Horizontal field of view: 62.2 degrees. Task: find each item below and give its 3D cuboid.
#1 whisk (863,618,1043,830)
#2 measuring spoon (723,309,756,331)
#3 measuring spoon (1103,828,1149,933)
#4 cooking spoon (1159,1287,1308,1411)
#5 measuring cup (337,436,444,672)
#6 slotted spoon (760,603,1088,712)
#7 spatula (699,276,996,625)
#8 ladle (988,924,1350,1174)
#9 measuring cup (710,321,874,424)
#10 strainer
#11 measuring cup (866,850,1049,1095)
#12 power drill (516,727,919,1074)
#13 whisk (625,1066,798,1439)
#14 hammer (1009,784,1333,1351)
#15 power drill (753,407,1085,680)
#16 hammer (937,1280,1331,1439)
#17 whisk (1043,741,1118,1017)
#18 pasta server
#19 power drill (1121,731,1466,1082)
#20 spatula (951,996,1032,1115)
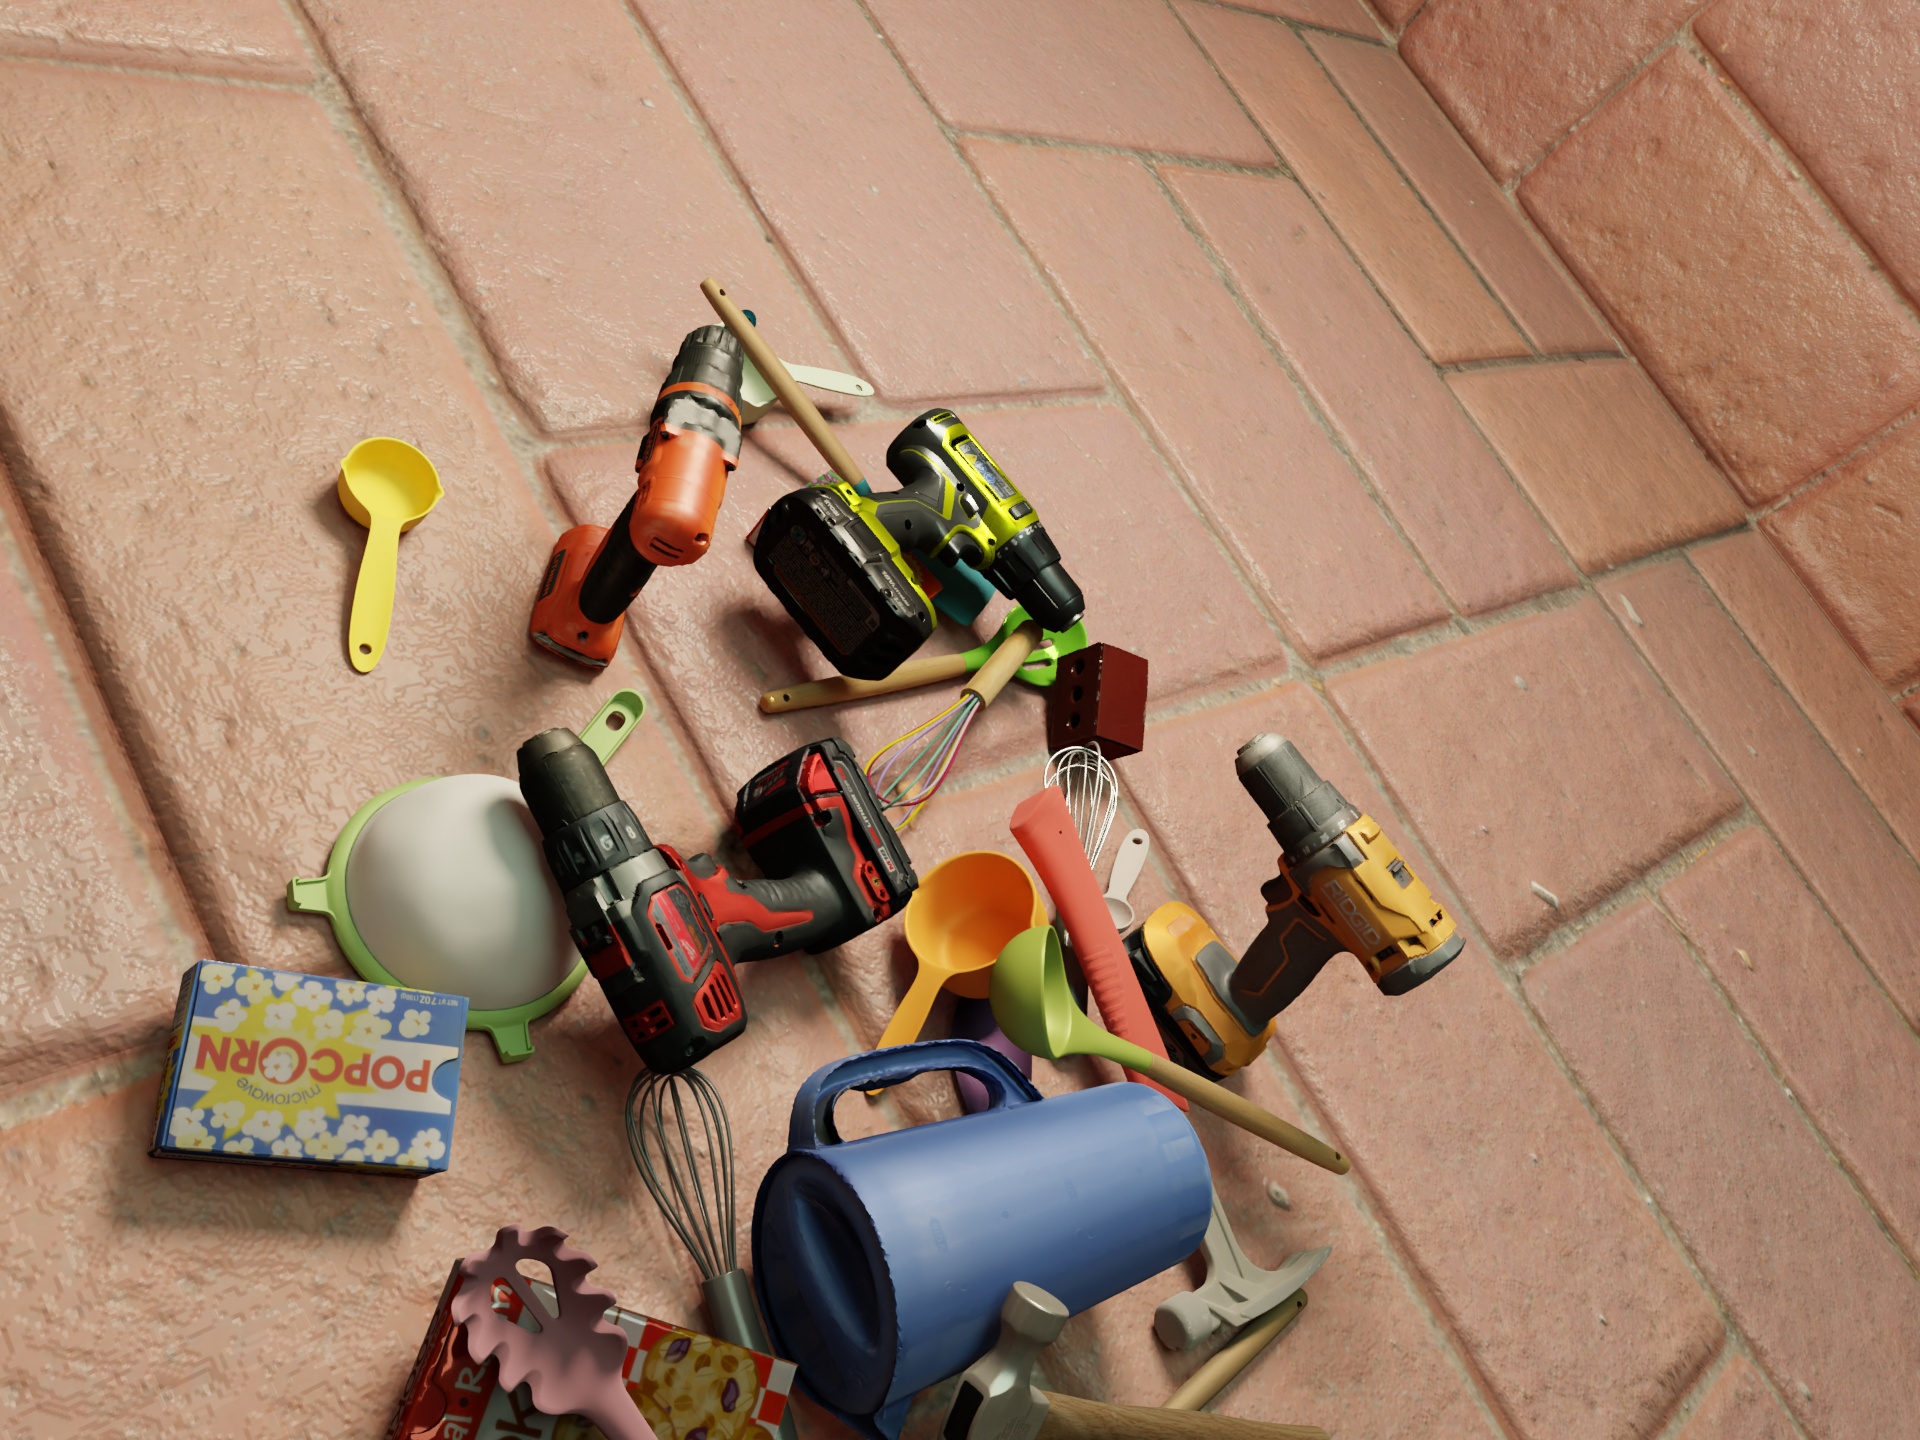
[{"bbox_3d":[-0.002,-0.005,1.124,0.047,0.051,0.245,40,47,0],"label":"whisk"},{"bbox_3d":[-0.172,-0.275,1.170,0.042,0.021,0.129,34,43,-14],"label":"measuring spoon"},{"bbox_3d":[0.119,0.120,1.170,0.034,0.018,0.124,15,34,11],"label":"measuring spoon"},{"bbox_3d":[0.120,0.412,0.935,0.319,0.017,0.069,-17,87,-46],"label":"cooking spoon"},{"bbox_3d":[-0.348,-0.095,0.944,0.062,0.029,0.157,15,62,-31],"label":"measuring cup"},{"bbox_3d":[-0.020,-0.039,1.167,0.313,0.031,0.070,-14,83,-43],"label":"slotted spoon"},{"bbox_3d":[-0.086,-0.205,1.199,0.317,0.044,0.082,52,42,-19],"label":"spatula"},{"bbox_3d":[0.143,0.220,0.994,0.320,0.062,0.078,32,44,-26],"label":"ladle"},{"bbox_3d":[-0.141,-0.258,1.232,0.167,0.038,0.083,0,59,-42],"label":"measuring cup"},{"bbox_3d":[-0.233,0.051,0.883,0.151,0.069,0.256,39,43,-9],"label":"strainer"},{"bbox_3d":[-0.007,0.166,0.997,0.174,0.095,0.052,-59,146,-23],"label":"measuring cup"},{"bbox_3d":[-0.138,0.074,0.892,0.226,0.080,0.188,-24,85,-59],"label":"power drill"},{"bbox_3d":[-0.121,0.285,0.812,0.055,0.055,0.239,-4,66,-42],"label":"whisk"},{"bbox_3d":[0.124,0.212,1.044,0.149,0.036,0.359,-12,75,-41],"label":"hammer"},{"bbox_3d":[-0.019,-0.116,1.130,0.190,0.080,0.228,51,41,4],"label":"power drill"},{"bbox_3d":[0.108,0.393,0.868,0.331,0.031,0.130,30,86,-41],"label":"hammer"},{"bbox_3d":[0.081,0.119,1.114,0.057,0.059,0.247,17,53,-14],"label":"whisk"},{"bbox_3d":[-0.117,0.348,0.694,0.060,0.040,0.316,-36,97,-22],"label":"pasta server"},{"bbox_3d":[0.197,0.128,1.065,0.185,0.226,0.084,53,41,8],"label":"power drill"},{"bbox_3d":[0.020,0.293,0.945,0.059,0.018,0.316,20,47,-22],"label":"spatula"}]
